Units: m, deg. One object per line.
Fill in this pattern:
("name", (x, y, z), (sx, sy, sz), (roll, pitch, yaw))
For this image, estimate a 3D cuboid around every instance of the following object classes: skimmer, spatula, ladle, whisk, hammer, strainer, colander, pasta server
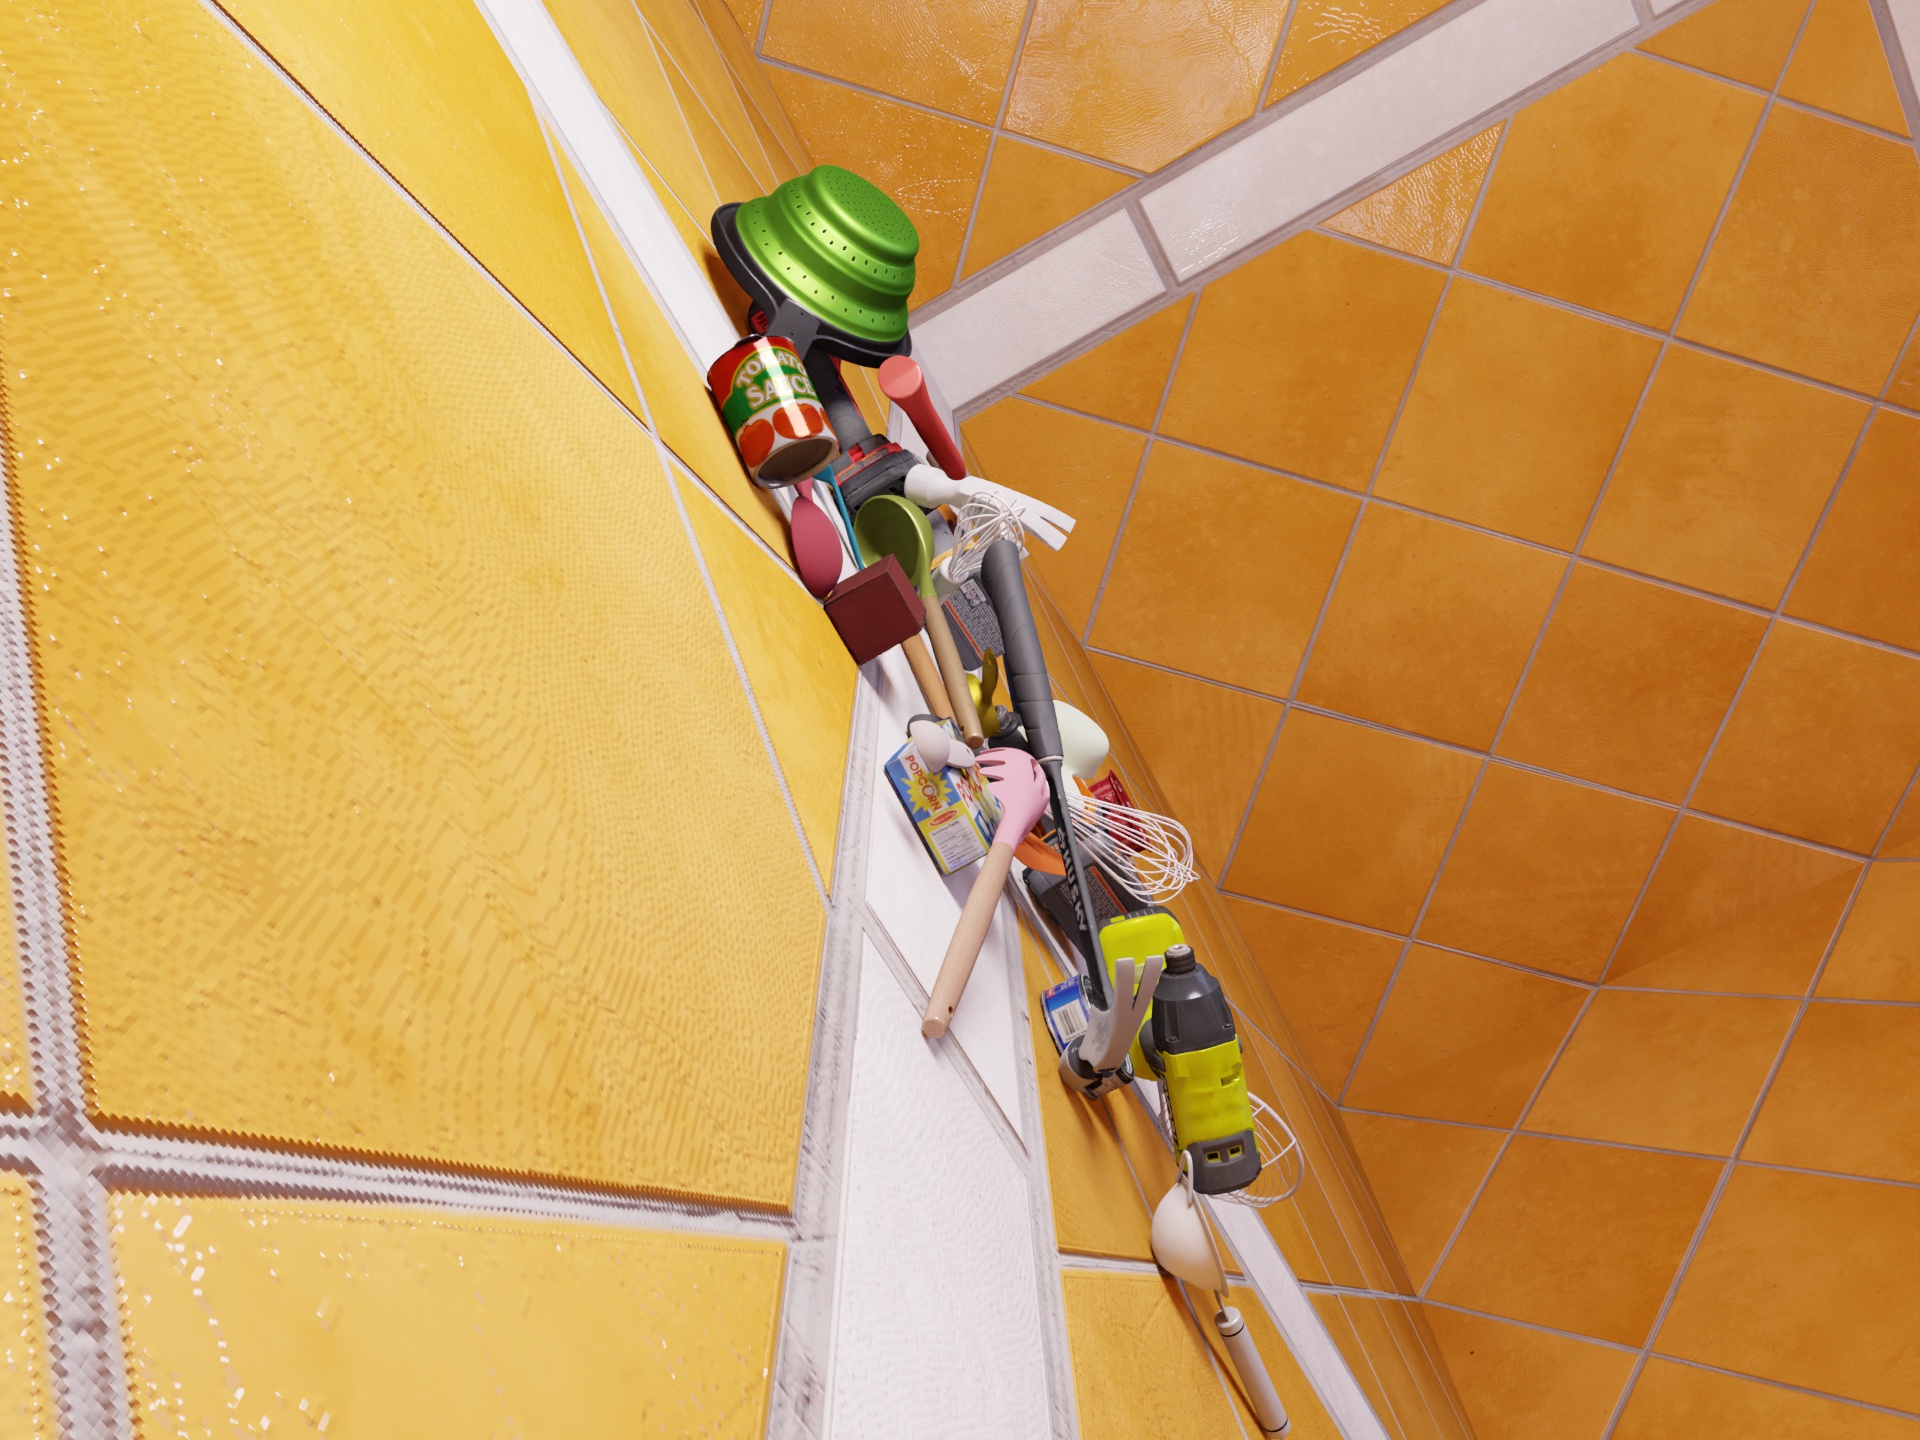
("skimmer", (0.183, 0.260, 1.391), (0.364, 0.090, 0.127), (-112, -158, -46))
("spatula", (-0.002, -0.004, 1.280), (0.081, 0.041, 0.323), (16, 43, -55))
("ladle", (-0.123, -0.191, 1.203), (0.316, 0.031, 0.069), (-109, 177, -53))
("whisk", (-0.001, -0.127, 1.317), (0.059, 0.058, 0.246), (51, -24, 1))
("hammer", (0.065, 0.041, 1.116), (0.149, 0.036, 0.409), (110, -27, -55))
("hammer", (-0.011, -0.242, 1.461), (0.149, 0.036, 0.359), (56, 3, 12))
("strainer", (0.180, 0.407, 1.089), (0.258, 0.050, 0.087), (65, -3, -18))
("ladle", (-0.031, -0.076, 1.209), (0.320, 0.062, 0.078), (-108, -154, -53))
("colander", (-0.111, -0.357, 1.290), (0.204, 0.094, 0.397), (33, 32, -16))
("whisk", (0.075, 0.064, 1.214), (0.284, 0.070, 0.070), (30, 24, -26))
("hammer", (0.053, -0.067, 1.446), (0.035, 0.144, 0.405), (-58, 153, -28))
("pasta server", (0.013, 0.095, 0.955), (0.060, 0.040, 0.316), (60, 23, -16))

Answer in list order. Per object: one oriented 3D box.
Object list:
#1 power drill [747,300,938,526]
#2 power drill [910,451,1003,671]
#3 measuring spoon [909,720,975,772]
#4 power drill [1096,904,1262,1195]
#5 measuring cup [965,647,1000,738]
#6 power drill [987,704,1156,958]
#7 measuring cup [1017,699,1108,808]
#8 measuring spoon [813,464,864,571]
("power drill", (-0.104, -0.275, 1.417), (0.220, 0.078, 0.143), (61, 9, 11))
("power drill", (-0.005, -0.146, 1.584), (0.185, 0.084, 0.226), (55, 7, -42))
("measuring spoon", (-0.004, 0.017, 1.022), (0.034, 0.018, 0.124), (65, 12, 11))
("power drill", (0.157, 0.223, 1.174), (0.223, 0.080, 0.171), (-126, -156, -79))
("measuring cup", (0.011, -0.024, 1.308), (0.062, 0.029, 0.156), (62, -11, 14))
("power drill", (0.086, 0.088, 1.394), (0.164, 0.084, 0.227), (54, 8, -32))
("measuring cup", (0.096, 0.029, 1.338), (0.083, 0.038, 0.168), (31, 15, -13))
("measuring spoon", (-0.105, -0.171, 1.295), (0.042, 0.021, 0.128), (158, -86, -84))
